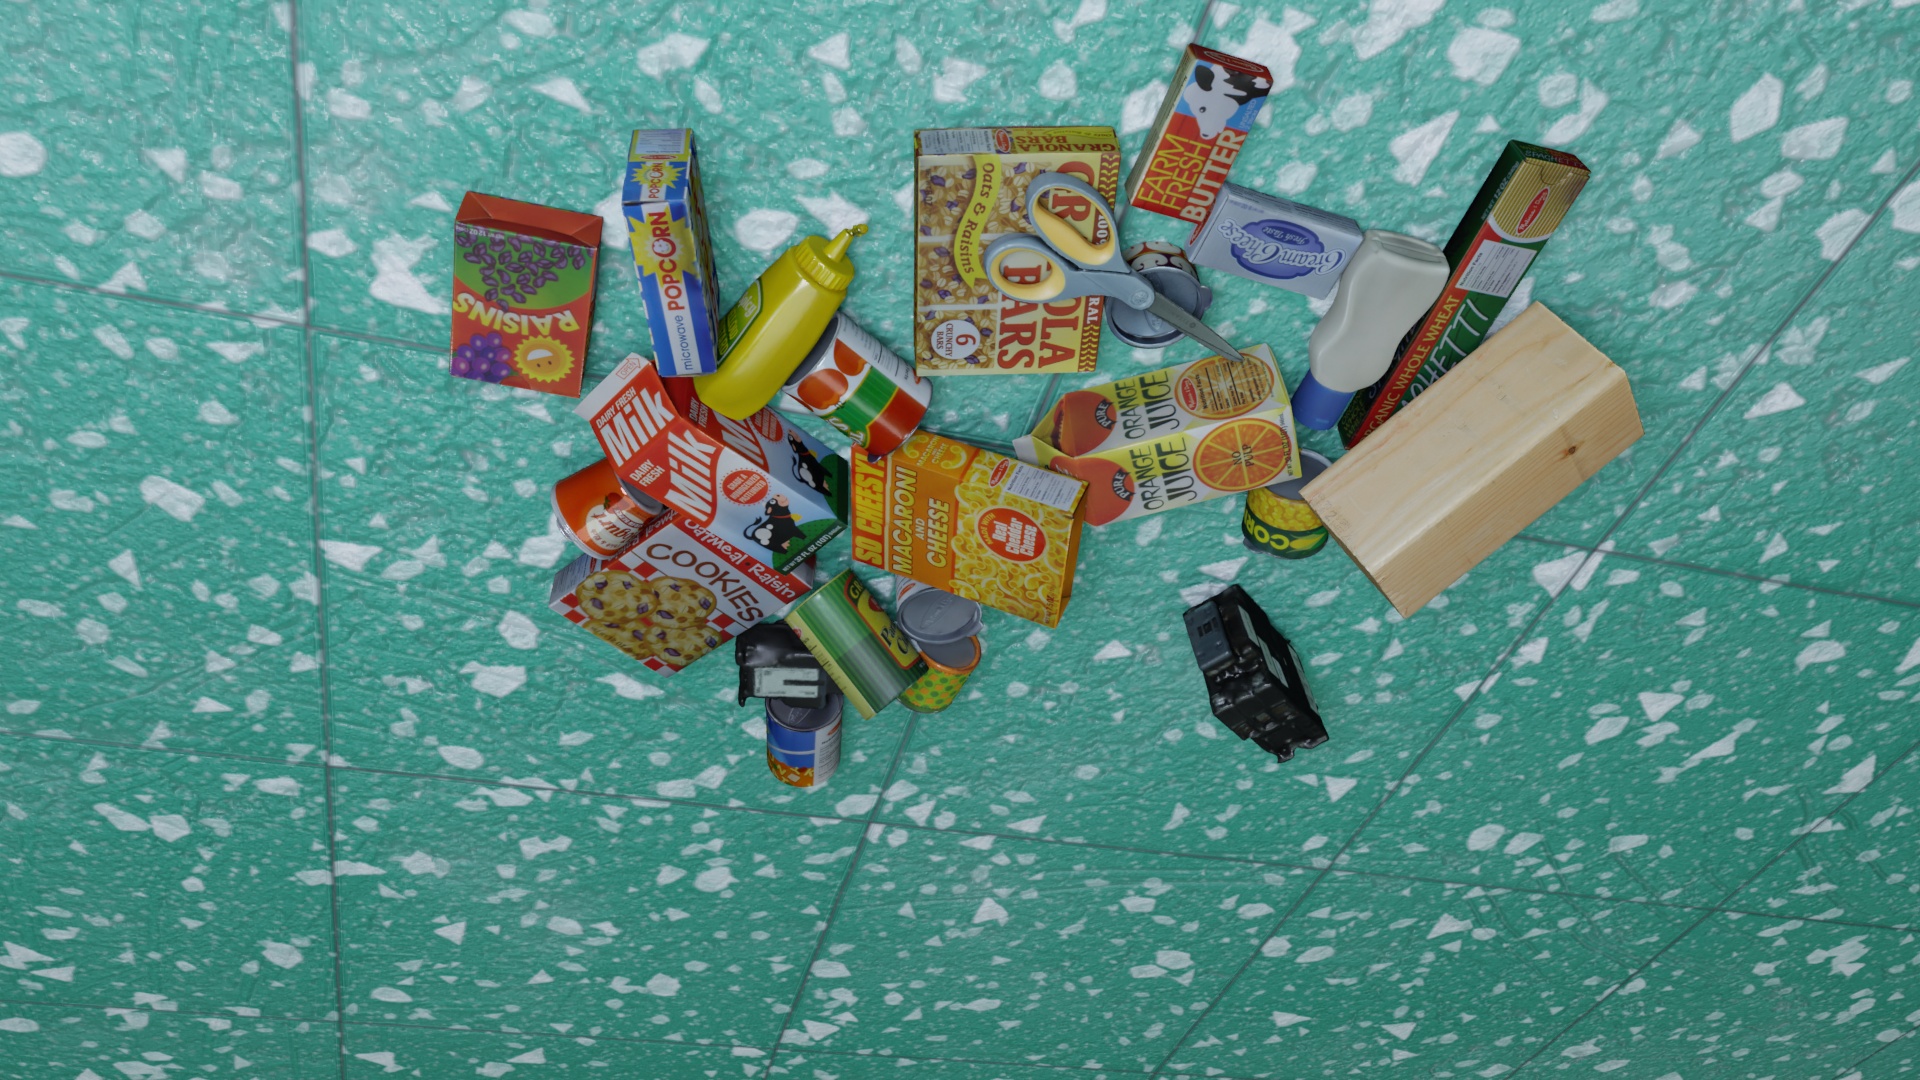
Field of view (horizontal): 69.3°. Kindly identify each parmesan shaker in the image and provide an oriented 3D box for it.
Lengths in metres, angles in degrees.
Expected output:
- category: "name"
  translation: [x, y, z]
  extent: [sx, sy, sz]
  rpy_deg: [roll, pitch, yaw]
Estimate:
- category: "parmesan shaker"
  translation: [-0.081, 0.081, 1.095]
  extent: [0.071, 0.071, 0.103]
  rpy_deg: [-40, 89, 29]

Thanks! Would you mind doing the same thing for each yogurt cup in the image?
- category: "yogurt cup"
  translation: [-0.253, -0.028, 1.005]
  extent: [0.054, 0.073, 0.072]
  rpy_deg: [-32, 129, 14]

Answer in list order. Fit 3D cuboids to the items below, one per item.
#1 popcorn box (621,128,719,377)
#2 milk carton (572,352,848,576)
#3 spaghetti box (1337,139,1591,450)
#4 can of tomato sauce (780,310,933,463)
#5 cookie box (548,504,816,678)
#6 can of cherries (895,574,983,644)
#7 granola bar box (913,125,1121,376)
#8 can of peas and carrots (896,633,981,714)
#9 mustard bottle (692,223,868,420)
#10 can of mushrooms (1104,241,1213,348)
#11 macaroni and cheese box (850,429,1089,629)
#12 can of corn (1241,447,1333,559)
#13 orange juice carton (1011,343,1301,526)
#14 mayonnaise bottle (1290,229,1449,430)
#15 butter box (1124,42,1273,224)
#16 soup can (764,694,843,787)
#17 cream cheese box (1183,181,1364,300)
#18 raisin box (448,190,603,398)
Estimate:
- category: "popcorn box"
  translation: [-0.175, -0.175, 0.849]
  extent: [0.038, 0.085, 0.126]
  rpy_deg: [-4, 135, -2]
- category: "milk carton"
  translation: [-0.171, -0.061, 0.971]
  extent: [0.190, 0.074, 0.072]
  rpy_deg: [34, 123, -32]
- category: "spaghetti box"
  translation: [0.338, -0.157, 0.955]
  extent: [0.050, 0.029, 0.248]
  rpy_deg: [9, 133, -14]
- category: "can of tomato sauce"
  translation: [-0.072, -0.104, 0.938]
  extent: [0.083, 0.071, 0.071]
  rpy_deg: [36, 122, -29]
- category: "cookie box"
  translation: [-0.215, 0.030, 1.082]
  extent: [0.167, 0.040, 0.122]
  rpy_deg: [-31, 130, 25]
- category: "can of cherries"
  translation: [-0.017, 0.040, 1.097]
  extent: [0.071, 0.059, 0.071]
  rpy_deg: [-3, 134, -3]
- category: "granola bar box"
  translation: [0.032, -0.183, 0.892]
  extent: [0.124, 0.039, 0.164]
  rpy_deg: [-2, 135, -5]
- category: "can of peas and carrots"
  translation: [-0.021, 0.101, 1.152]
  extent: [0.071, 0.071, 0.058]
  rpy_deg: [16, 131, -20]
- category: "mustard bottle"
  translation: [-0.113, -0.150, 0.899]
  extent: [0.049, 0.065, 0.159]
  rpy_deg: [26, 121, -33]
- category: "can of mushrooms"
  translation: [0.130, -0.164, 0.925]
  extent: [0.071, 0.034, 0.070]
  rpy_deg: [-3, 134, -2]
- category: "macaroni and cheese box"
  translation: [0.004, -0.013, 1.012]
  extent: [0.166, 0.040, 0.123]
  rpy_deg: [19, 138, 13]
- category: "can of corn"
  translation: [0.247, -0.028, 1.047]
  extent: [0.071, 0.071, 0.058]
  rpy_deg: [-3, 134, -2]
- category: "orange juice carton"
  translation: [0.137, -0.070, 0.991]
  extent: [0.193, 0.073, 0.071]
  rpy_deg: [-14, 134, 9]
- category: "mayonnaise bottle"
  translation: [0.274, -0.141, 0.957]
  extent: [0.065, 0.041, 0.147]
  rpy_deg: [11, 134, -11]
- category: "butter box"
  translation: [0.144, -0.247, 0.850]
  extent: [0.053, 0.024, 0.103]
  rpy_deg: [11, 132, -15]
- category: "soup can"
  translation: [-0.138, 0.163, 1.204]
  extent: [0.071, 0.072, 0.083]
  rpy_deg: [1, 135, -6]
- category: "cream cheese box"
  translation: [0.205, -0.195, 0.907]
  extent: [0.104, 0.024, 0.053]
  rpy_deg: [12, 133, -17]
- category: "raisin box"
  translation: [-0.279, -0.155, 0.892]
  extent: [0.086, 0.040, 0.122]
  rpy_deg: [8, 134, -15]
